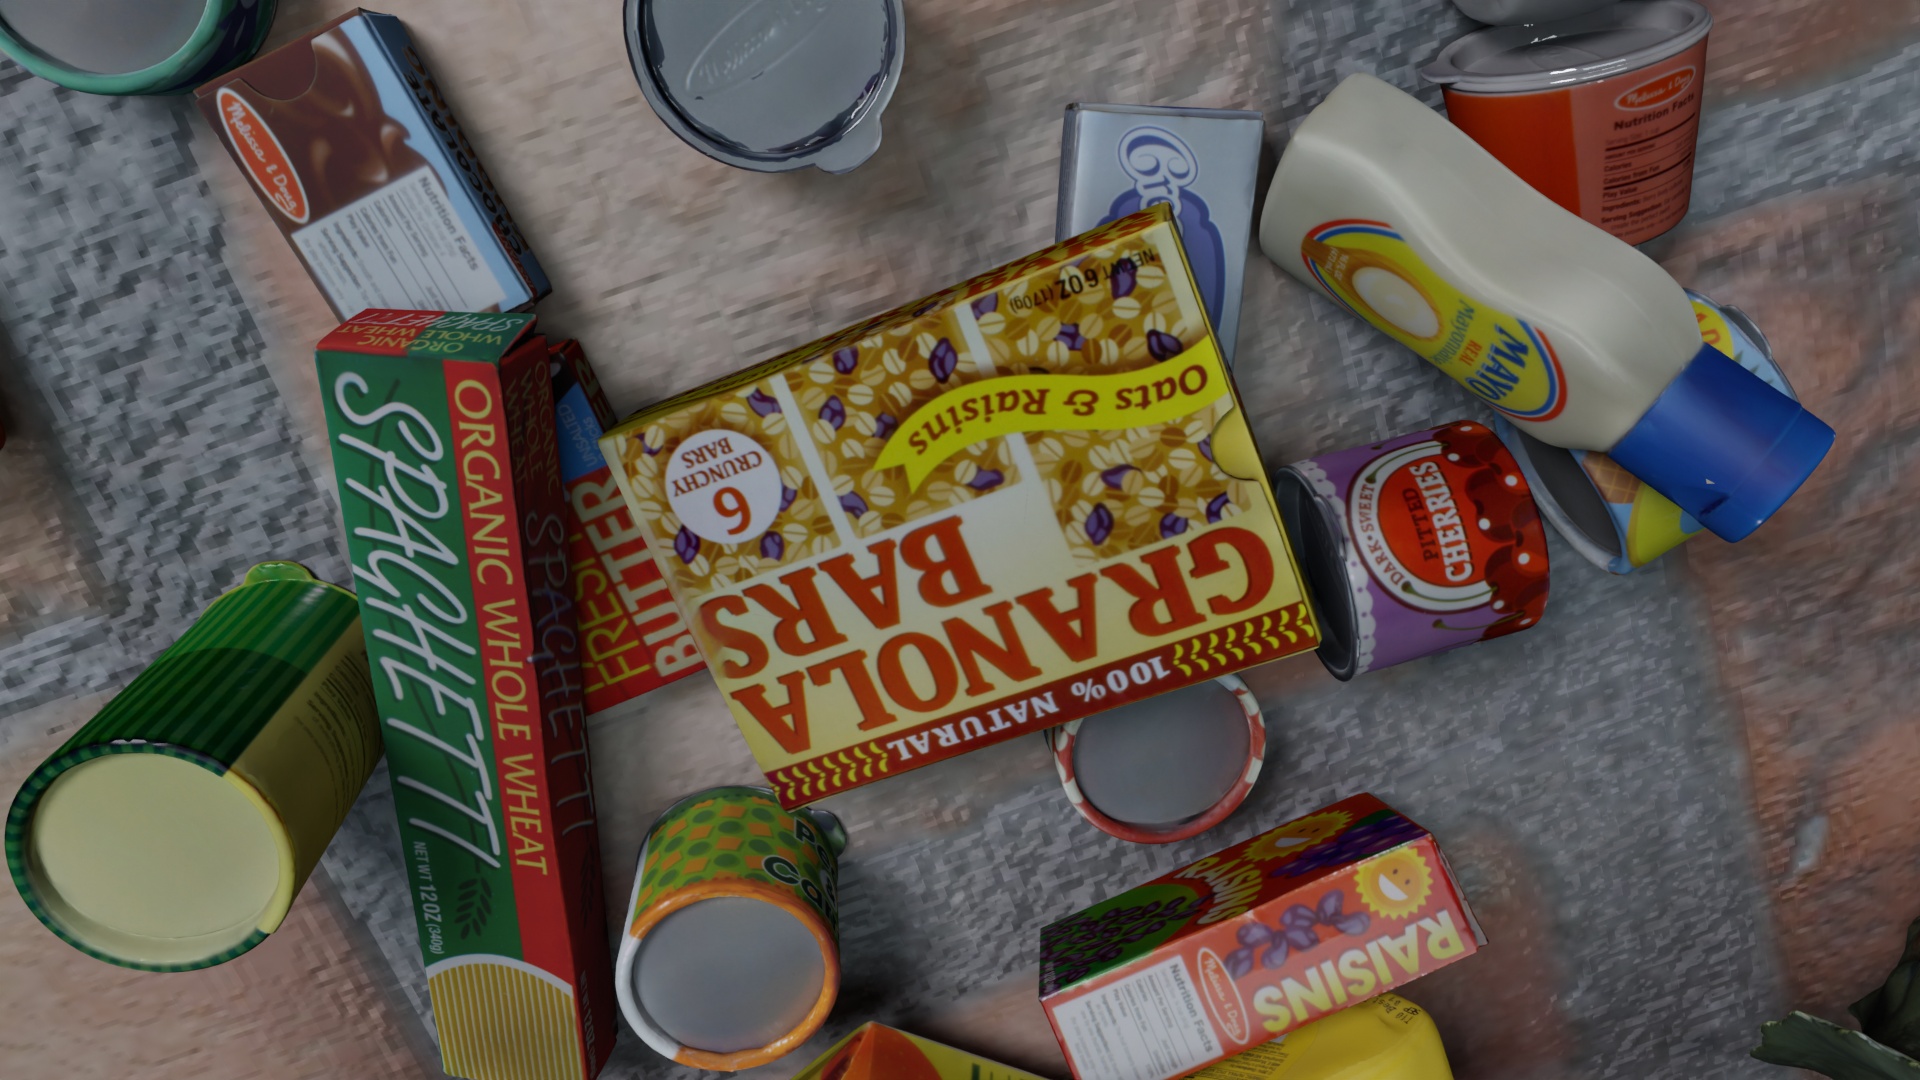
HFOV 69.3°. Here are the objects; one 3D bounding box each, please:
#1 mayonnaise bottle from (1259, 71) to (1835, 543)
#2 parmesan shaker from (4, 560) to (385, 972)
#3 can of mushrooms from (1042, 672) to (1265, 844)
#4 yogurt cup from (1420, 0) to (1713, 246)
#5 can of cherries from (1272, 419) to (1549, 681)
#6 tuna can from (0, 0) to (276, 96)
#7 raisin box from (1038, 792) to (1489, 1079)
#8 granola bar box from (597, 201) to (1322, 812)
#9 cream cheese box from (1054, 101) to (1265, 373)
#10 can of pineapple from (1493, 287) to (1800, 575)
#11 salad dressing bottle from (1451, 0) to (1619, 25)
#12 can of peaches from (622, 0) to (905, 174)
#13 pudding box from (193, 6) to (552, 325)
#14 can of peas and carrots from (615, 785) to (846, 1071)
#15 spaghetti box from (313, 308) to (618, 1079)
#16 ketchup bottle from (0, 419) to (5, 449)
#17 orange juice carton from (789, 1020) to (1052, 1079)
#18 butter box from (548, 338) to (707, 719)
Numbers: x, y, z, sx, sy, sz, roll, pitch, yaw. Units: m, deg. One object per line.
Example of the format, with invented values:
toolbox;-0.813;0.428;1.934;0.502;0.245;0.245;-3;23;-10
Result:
mayonnaise bottle;0.148;-0.058;0.361;0.148;0.064;0.041;40;76;16
parmesan shaker;-0.196;0.056;0.372;0.071;0.103;0.071;-2;109;-5
can of mushrooms;0.061;0.062;0.441;0.071;0.033;0.070;-2;108;-6
yogurt cup;0.168;-0.112;0.380;0.072;0.073;0.053;-18;118;0
can of cherries;0.131;0.002;0.409;0.058;0.072;0.071;-15;109;-1
tuna can;-0.210;-0.142;0.343;0.071;0.033;0.070;-2;108;-6
raisin box;0.088;0.125;0.433;0.123;0.086;0.040;-24;86;2
granola bar box;0.001;-0.005;0.389;0.165;0.039;0.124;-19;107;13
cream cheese box;0.053;-0.072;0.400;0.053;0.024;0.103;1;108;-7
can of pineapple;0.199;-0.033;0.407;0.058;0.071;0.071;-32;109;5
salad dressing bottle;0.196;-0.191;0.364;0.148;0.044;0.064;-30;85;0
can of peaches;-0.047;-0.127;0.353;0.071;0.058;0.071;-2;109;-6
pudding box;-0.152;-0.091;0.368;0.049;0.030;0.083;-26;109;4
can of peas and carrots;-0.068;0.118;0.431;0.071;0.059;0.070;-2;109;-6
spaghetti box;-0.135;0.057;0.397;0.050;0.029;0.248;5;116;6
ketchup bottle;-0.304;-0.081;0.346;0.065;0.044;0.148;-14;109;-2
orange juice carton;0.000;0.220;0.452;0.193;0.073;0.071;23;128;-15
butter box;-0.114;-0.002;0.405;0.053;0.024;0.103;-23;109;2
